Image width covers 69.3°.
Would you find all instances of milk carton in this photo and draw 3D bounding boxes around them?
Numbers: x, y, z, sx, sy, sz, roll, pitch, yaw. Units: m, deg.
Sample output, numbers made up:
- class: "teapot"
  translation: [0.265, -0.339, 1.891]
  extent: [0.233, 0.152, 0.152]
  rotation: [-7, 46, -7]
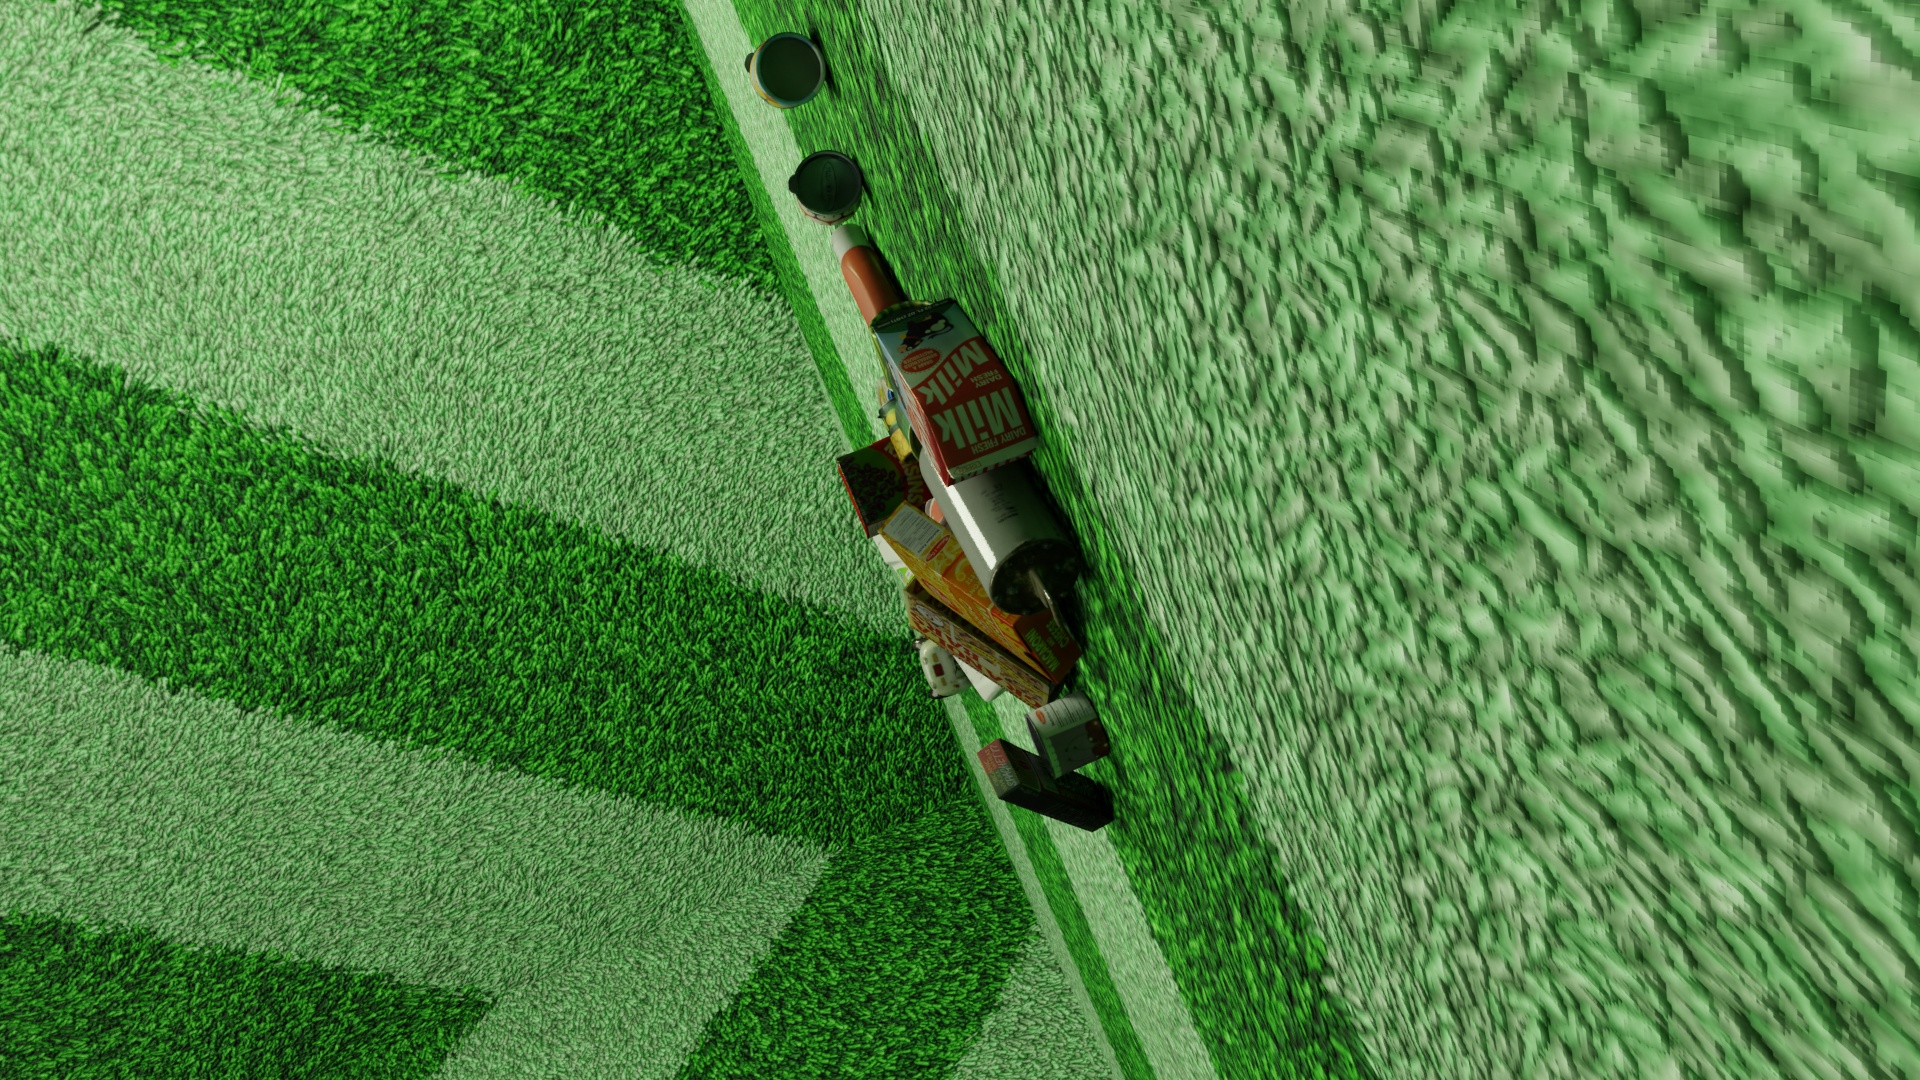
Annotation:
- class: "milk carton"
  translation: [-0.003, -0.107, 1.068]
  extent: [0.191, 0.072, 0.073]
  rotation: [-120, 11, -51]

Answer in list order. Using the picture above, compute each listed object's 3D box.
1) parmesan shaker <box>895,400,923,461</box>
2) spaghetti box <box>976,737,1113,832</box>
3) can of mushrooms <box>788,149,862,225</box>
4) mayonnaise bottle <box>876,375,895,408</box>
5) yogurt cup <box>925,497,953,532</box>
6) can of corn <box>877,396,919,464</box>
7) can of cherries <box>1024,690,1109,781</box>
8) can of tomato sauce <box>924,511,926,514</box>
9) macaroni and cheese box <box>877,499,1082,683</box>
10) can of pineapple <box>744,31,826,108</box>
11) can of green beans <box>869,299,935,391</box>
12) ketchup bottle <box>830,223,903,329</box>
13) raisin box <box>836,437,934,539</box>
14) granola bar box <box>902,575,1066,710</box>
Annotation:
- class: "parmesan shaker"
  translation: [-0.017, -0.105, 1.238]
  extent: [0.103, 0.071, 0.071]
  rotation: [-120, 9, -71]
- class: "spaghetti box"
  translation: [0.087, 0.240, 1.340]
  extent: [0.249, 0.028, 0.050]
  rotation: [35, -156, -58]
- class: "can of mushrooms"
  translation: [-0.130, -0.341, 1.347]
  extent: [0.033, 0.071, 0.071]
  rotation: [110, 138, -83]
- class: "mayonnaise bottle"
  translation: [-0.068, -0.164, 1.577]
  extent: [0.148, 0.041, 0.064]
  rotation: [-170, 59, -83]
- class: "yogurt cup"
  translation: [0.005, -0.016, 1.302]
  extent: [0.054, 0.072, 0.072]
  rotation: [-90, -18, -65]
- class: "can of corn"
  translation: [-0.043, -0.115, 1.401]
  extent: [0.071, 0.071, 0.058]
  rotation: [99, 147, -78]
- class: "can of cherries"
  translation: [0.099, 0.182, 1.287]
  extent: [0.071, 0.058, 0.071]
  rotation: [159, 88, -83]
- class: "can of tomato sauce"
  translation: [-0.002, -0.007, 1.375]
  extent: [0.071, 0.083, 0.071]
  rotation: [160, 87, -84]
- class: "macaroni and cheese box"
  translation: [0.017, 0.046, 1.195]
  extent: [0.167, 0.040, 0.123]
  rotation: [35, 169, 34]
- class: "can of pineapple"
  translation: [-0.163, -0.437, 1.292]
  extent: [0.058, 0.071, 0.070]
  rotation: [-133, 21, -70]
- class: "can of green beans"
  translation: [-0.041, -0.169, 1.212]
  extent: [0.071, 0.071, 0.057]
  rotation: [-121, 11, -53]
- class: "ketchup bottle"
  translation: [-0.094, -0.266, 1.430]
  extent: [0.064, 0.043, 0.149]
  rotation: [79, 168, -56]
- class: "raisin box"
  translation: [-0.056, -0.065, 1.442]
  extent: [0.040, 0.123, 0.086]
  rotation: [87, 160, -67]
- class: "granola bar box"
  translation: [0.025, 0.096, 1.342]
  extent: [0.166, 0.039, 0.123]
  rotation: [33, 164, 13]
